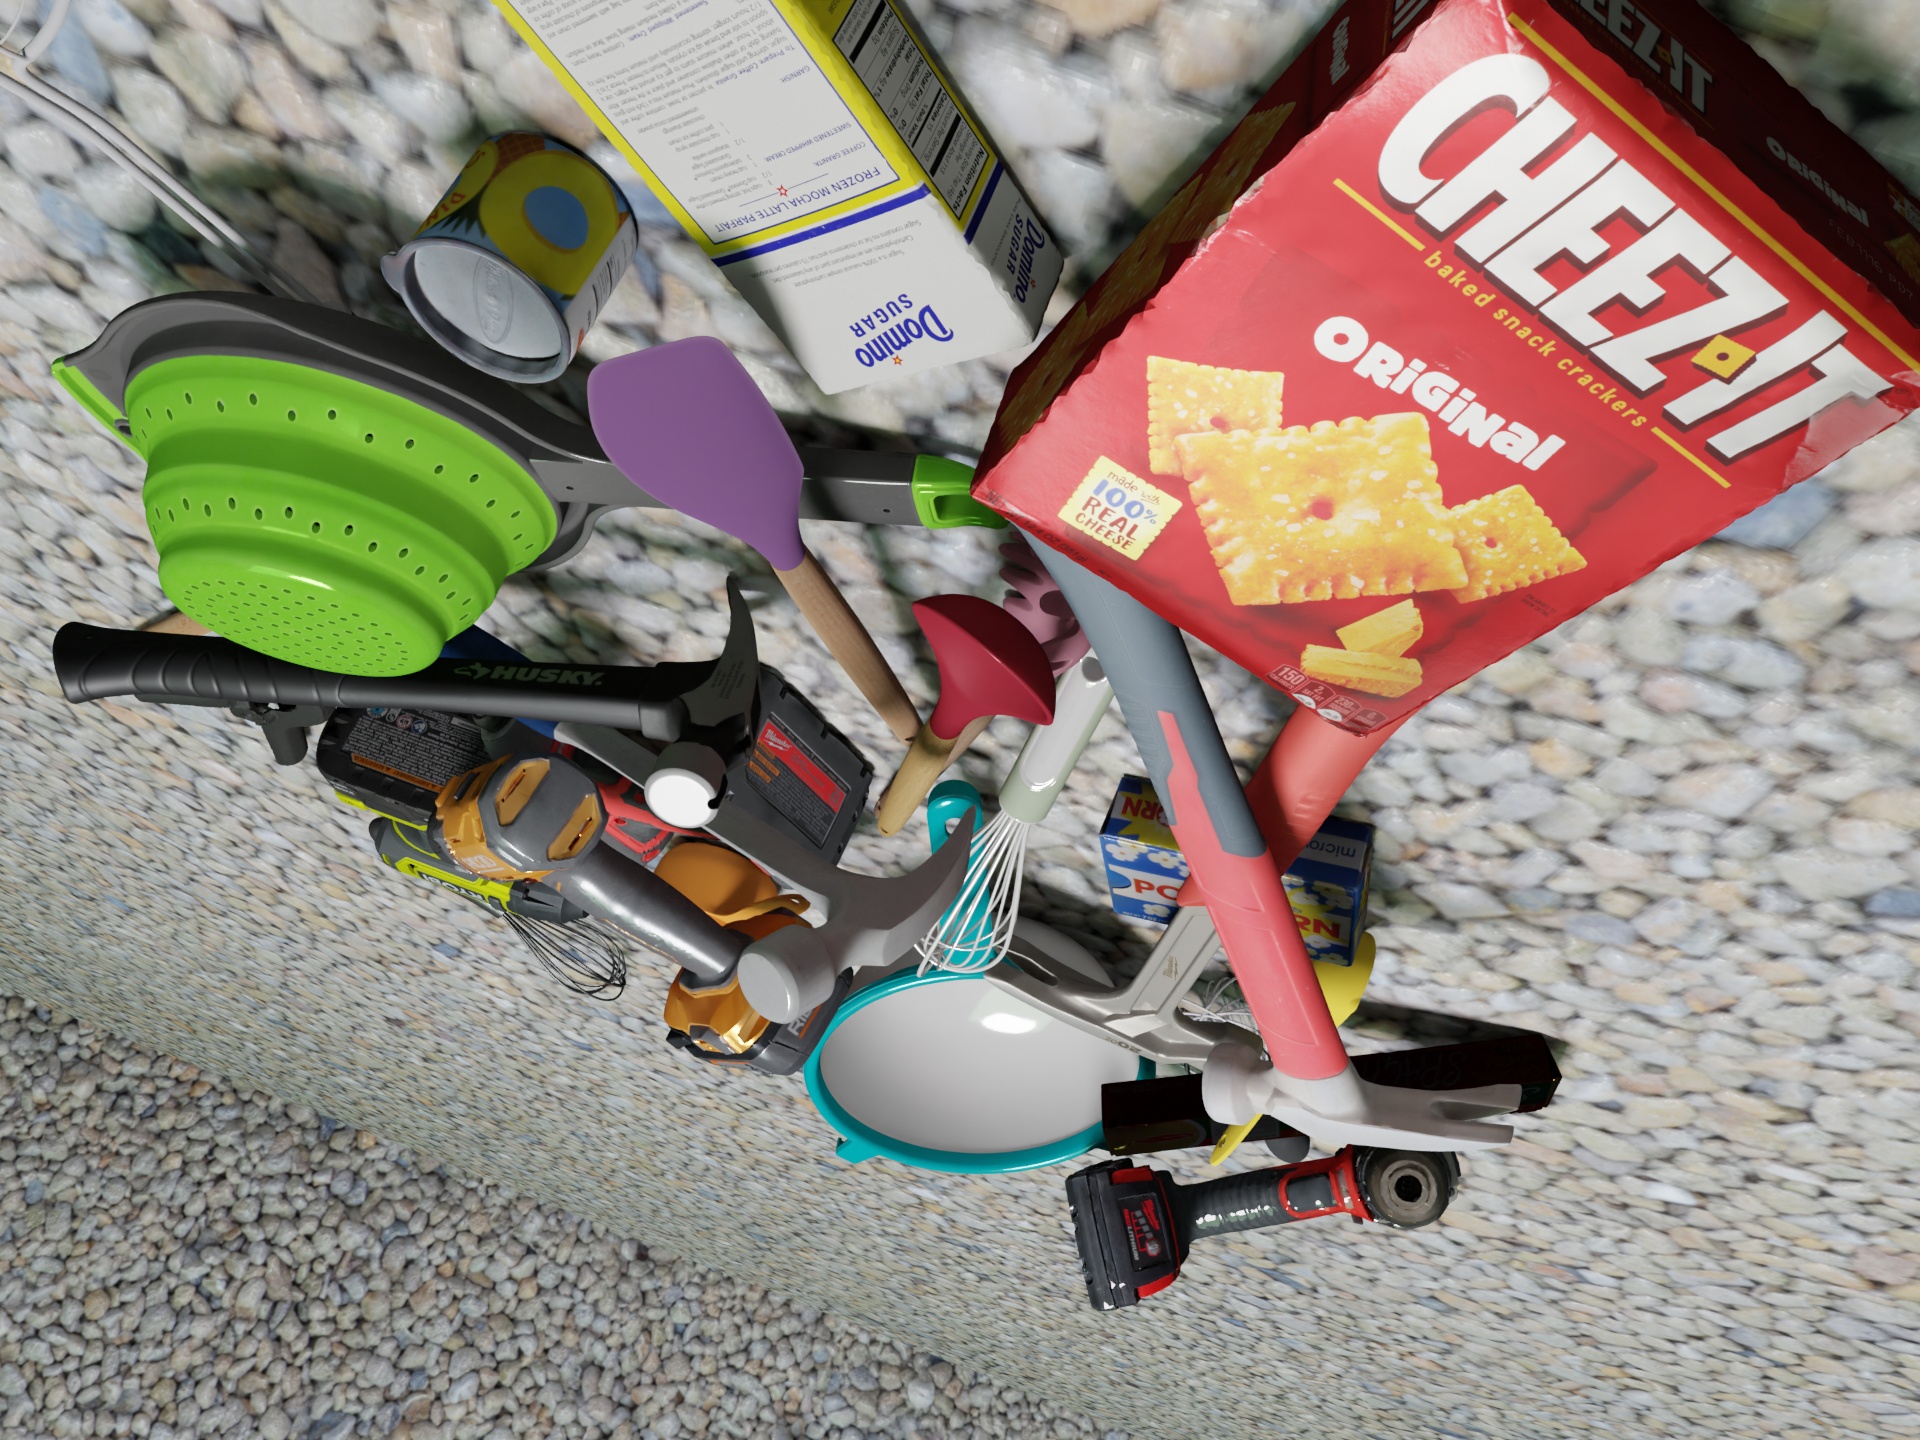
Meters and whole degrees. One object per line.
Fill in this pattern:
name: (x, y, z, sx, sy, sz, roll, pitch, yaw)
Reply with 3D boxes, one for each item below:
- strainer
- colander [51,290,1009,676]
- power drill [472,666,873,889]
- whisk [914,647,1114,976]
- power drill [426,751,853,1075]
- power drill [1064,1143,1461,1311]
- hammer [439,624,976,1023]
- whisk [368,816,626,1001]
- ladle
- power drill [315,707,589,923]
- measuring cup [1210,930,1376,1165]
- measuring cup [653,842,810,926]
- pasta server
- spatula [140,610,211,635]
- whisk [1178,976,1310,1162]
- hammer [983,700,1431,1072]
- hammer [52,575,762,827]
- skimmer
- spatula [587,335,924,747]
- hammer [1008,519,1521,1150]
strainer: (0.007, 0.137, 0.939, 0.211, 0.095, 0.340, -3, 132, 3)
colander: (-0.181, -0.072, 0.645, 0.397, 0.095, 0.204, 5, 159, 10)
power drill: (-0.171, 0.031, 0.892, 0.220, 0.079, 0.143, -1, 143, 40)
whisk: (0.026, 0.045, 0.751, 0.058, 0.059, 0.246, 34, 133, 9)
power drill: (-0.190, 0.103, 0.877, 0.226, 0.084, 0.185, 40, 155, -21)
power drill: (0.181, 0.285, 0.939, 0.226, 0.080, 0.187, -15, 166, 10)
hammer: (-0.170, 0.006, 0.755, 0.406, 0.144, 0.035, 28, 125, 31)
whisk: (-0.358, 0.147, 1.242, 0.238, 0.055, 0.055, 38, 148, -20)
ladle: (-0.011, 0.011, 0.707, 0.069, 0.031, 0.315, 41, 160, 4)
power drill: (-0.320, 0.066, 1.052, 0.171, 0.080, 0.223, 19, 155, 6)
measuring cup: (0.166, 0.172, 0.845, 0.029, 0.062, 0.156, 30, 106, -5)
measuring cup: (-0.139, 0.109, 1.024, 0.095, 0.052, 0.173, 37, 146, -25)
pasta server: (-0.001, -0.002, 0.756, 0.040, 0.060, 0.316, -2, 161, -20)
spatula: (-0.446, -0.060, 0.952, 0.317, 0.044, 0.082, -9, 138, 45)
whisk: (0.189, 0.235, 1.013, 0.070, 0.070, 0.284, 5, 152, 27)
hammer: (0.120, 0.056, 0.709, 0.149, 0.037, 0.358, 24, 141, 3)
hammer: (-0.253, -0.021, 0.724, 0.335, 0.146, 0.035, 4, 127, 7)
skimmer: (-0.268, -0.211, 0.593, 0.127, 0.090, 0.362, 7, 158, 28)
spatula: (-0.062, -0.052, 0.626, 0.060, 0.018, 0.315, -13, 155, 10)
hammer: (0.117, 0.044, 0.638, 0.143, 0.038, 0.385, -2, 131, 32)
